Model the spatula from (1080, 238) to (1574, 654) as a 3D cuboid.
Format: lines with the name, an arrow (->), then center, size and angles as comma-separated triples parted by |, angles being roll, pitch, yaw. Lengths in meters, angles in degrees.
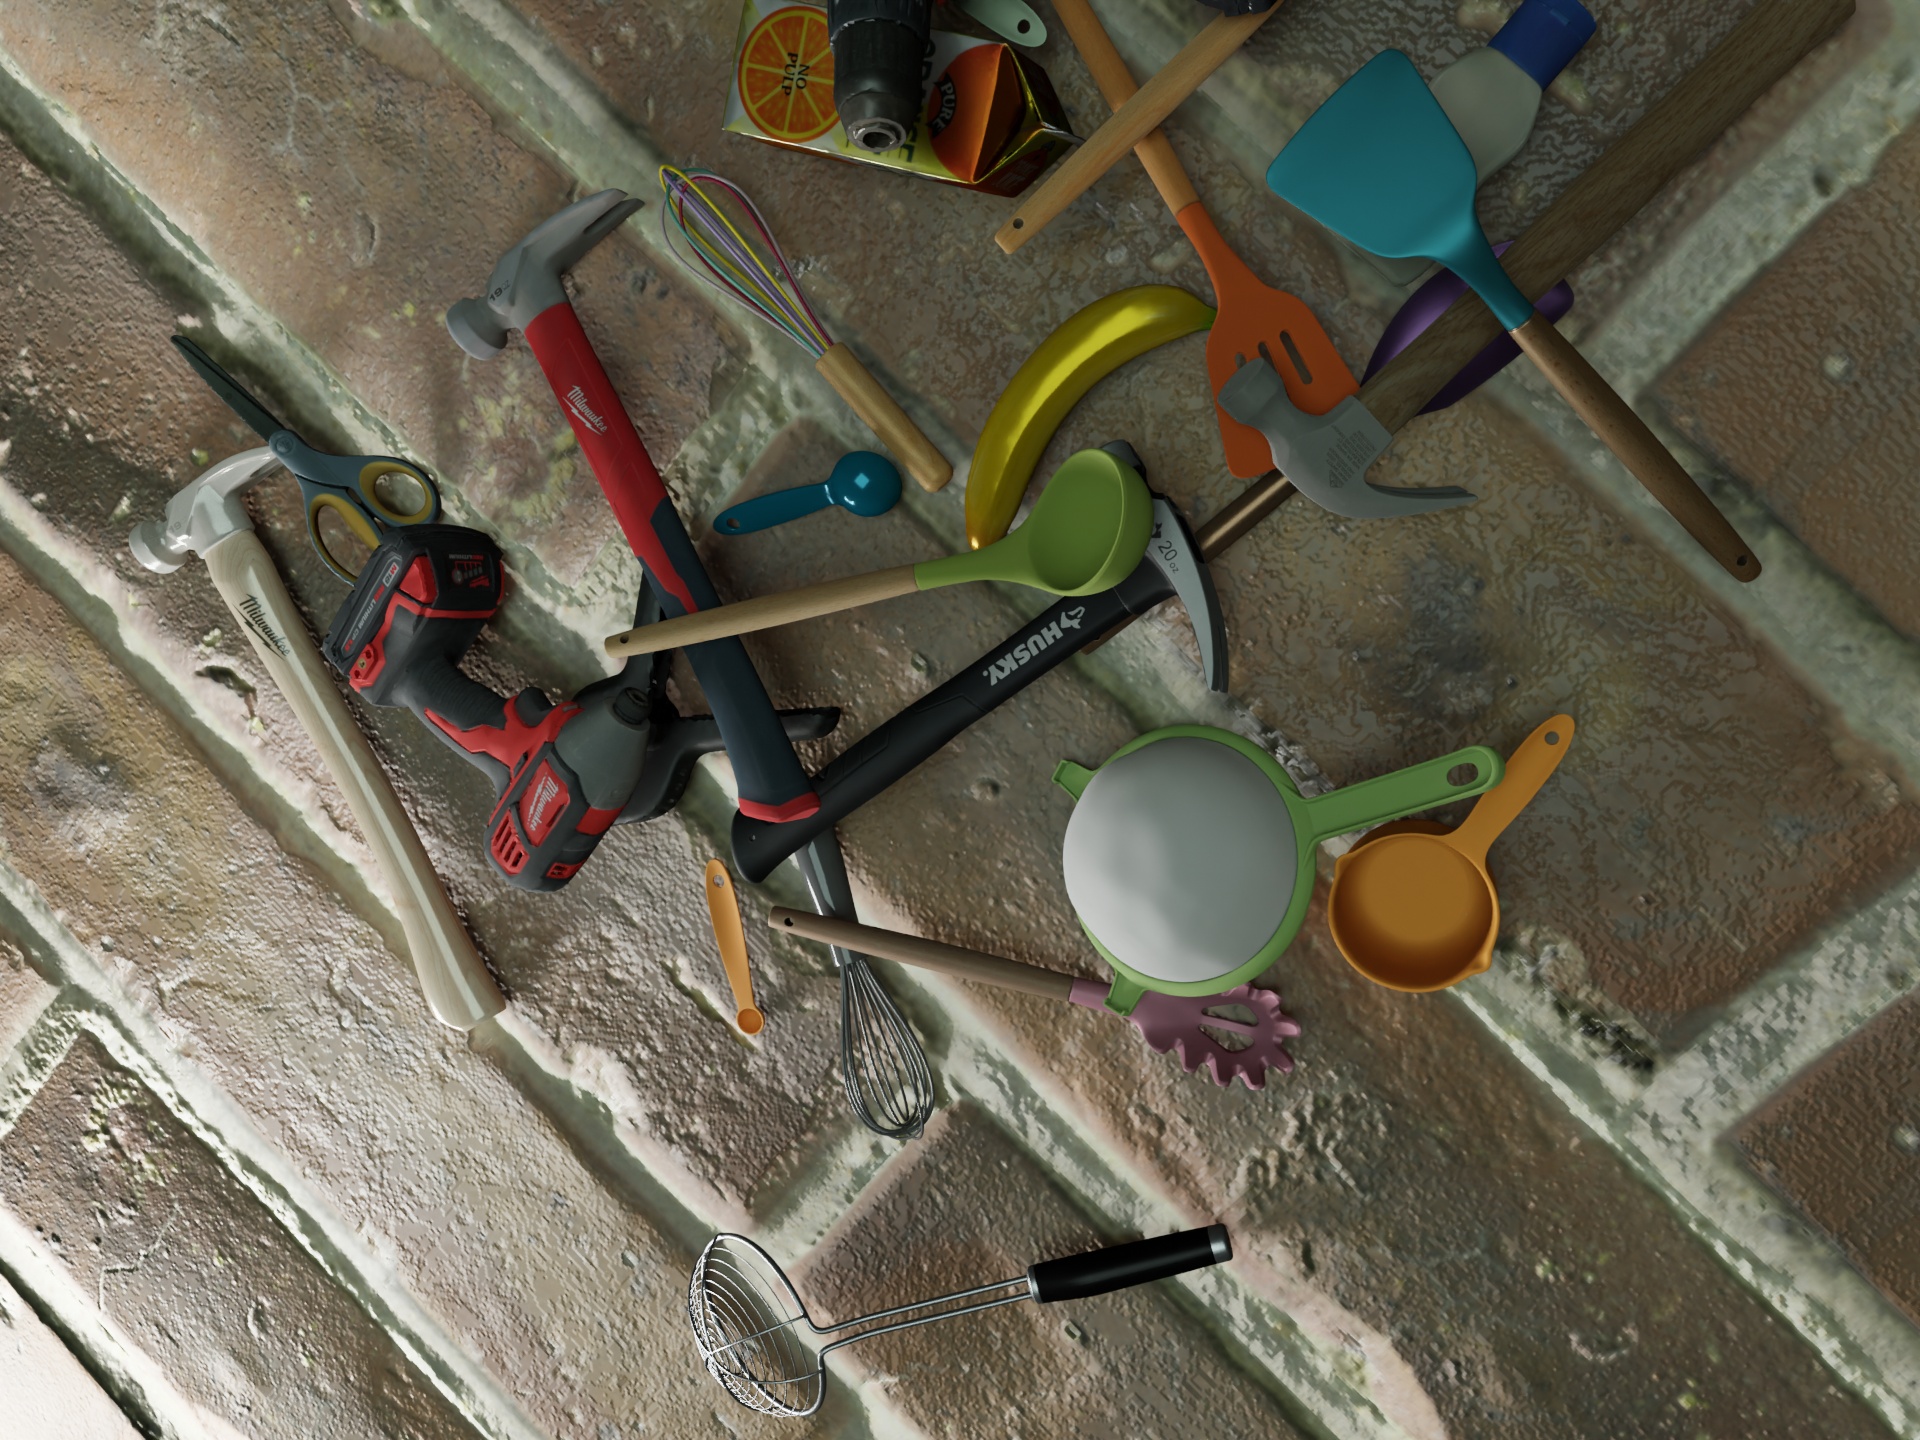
spatula -> 0.181, -0.138, 0.853 | 0.316, 0.018, 0.060 | -40, 93, 20

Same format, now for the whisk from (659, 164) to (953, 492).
whisk -> -0.090, -0.227, 0.920 | 0.245, 0.051, 0.047 | 48, 136, 0

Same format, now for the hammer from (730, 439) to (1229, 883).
hammer -> -0.001, -0.003, 0.904 | 0.334, 0.035, 0.146 | -35, 74, 19

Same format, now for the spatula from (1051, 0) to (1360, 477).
spatula -> 0.107, -0.283, 0.834 | 0.081, 0.041, 0.323 | -27, 81, 0

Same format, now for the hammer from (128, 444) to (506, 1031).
hammer -> -0.408, 0.017, 1.072 | 0.146, 0.038, 0.410 | -27, 91, 20

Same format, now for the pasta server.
pasta server -> 0.038, 0.151, 0.927 | 0.316, 0.040, 0.060 | 13, 88, 8

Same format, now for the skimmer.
skimmer -> -0.007, 0.356, 1.006 | 0.363, 0.090, 0.127 | -17, 94, 10

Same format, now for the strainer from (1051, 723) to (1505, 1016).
strainer -> 0.153, 0.058, 0.834 | 0.256, 0.069, 0.152 | -21, 72, 31

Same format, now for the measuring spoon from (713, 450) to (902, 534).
measuring spoon -> -0.095, -0.125, 0.940 | 0.128, 0.021, 0.042 | -13, 126, 24

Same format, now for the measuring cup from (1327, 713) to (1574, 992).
measuring cup -> 0.267, 0.063, 0.846 | 0.095, 0.052, 0.173 | 36, 107, 9

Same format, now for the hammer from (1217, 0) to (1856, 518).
hammer -> 0.290, -0.229, 0.776 | 0.130, 0.031, 0.331 | 42, 105, -15

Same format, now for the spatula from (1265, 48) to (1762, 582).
spatula -> 0.283, -0.177, 0.763 | 0.317, 0.044, 0.082 | 42, 103, -16

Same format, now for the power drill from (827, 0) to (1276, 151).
power drill -> 0.037, -0.374, 0.766 | 0.227, 0.080, 0.188 | -3, 76, 15

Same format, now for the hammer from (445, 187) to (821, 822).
hammer -> -0.168, -0.120, 0.931 | 0.143, 0.038, 0.386 | -32, 80, 20

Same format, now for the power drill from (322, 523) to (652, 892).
power drill -> -0.282, -0.016, 0.976 | 0.220, 0.078, 0.143 | 46, 112, 18

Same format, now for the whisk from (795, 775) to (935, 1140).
whisk -> -0.067, 0.146, 0.980 | 0.055, 0.055, 0.239 | -17, 90, 21

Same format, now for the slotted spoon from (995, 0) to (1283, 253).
slotted spoon -> 0.138, -0.345, 0.794 | 0.313, 0.031, 0.070 | -41, 78, 12

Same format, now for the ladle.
ladle -> -0.052, -0.077, 0.854 | 0.320, 0.062, 0.078 | -12, 66, 14

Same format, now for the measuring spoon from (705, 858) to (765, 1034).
measuring spoon -> -0.144, 0.145, 1.023 | 0.021, 0.011, 0.117 | -12, 93, 20

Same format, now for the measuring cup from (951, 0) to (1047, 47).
measuring cup -> -0.018, -0.410, 0.858 | 0.167, 0.038, 0.083 | 37, 109, 6
